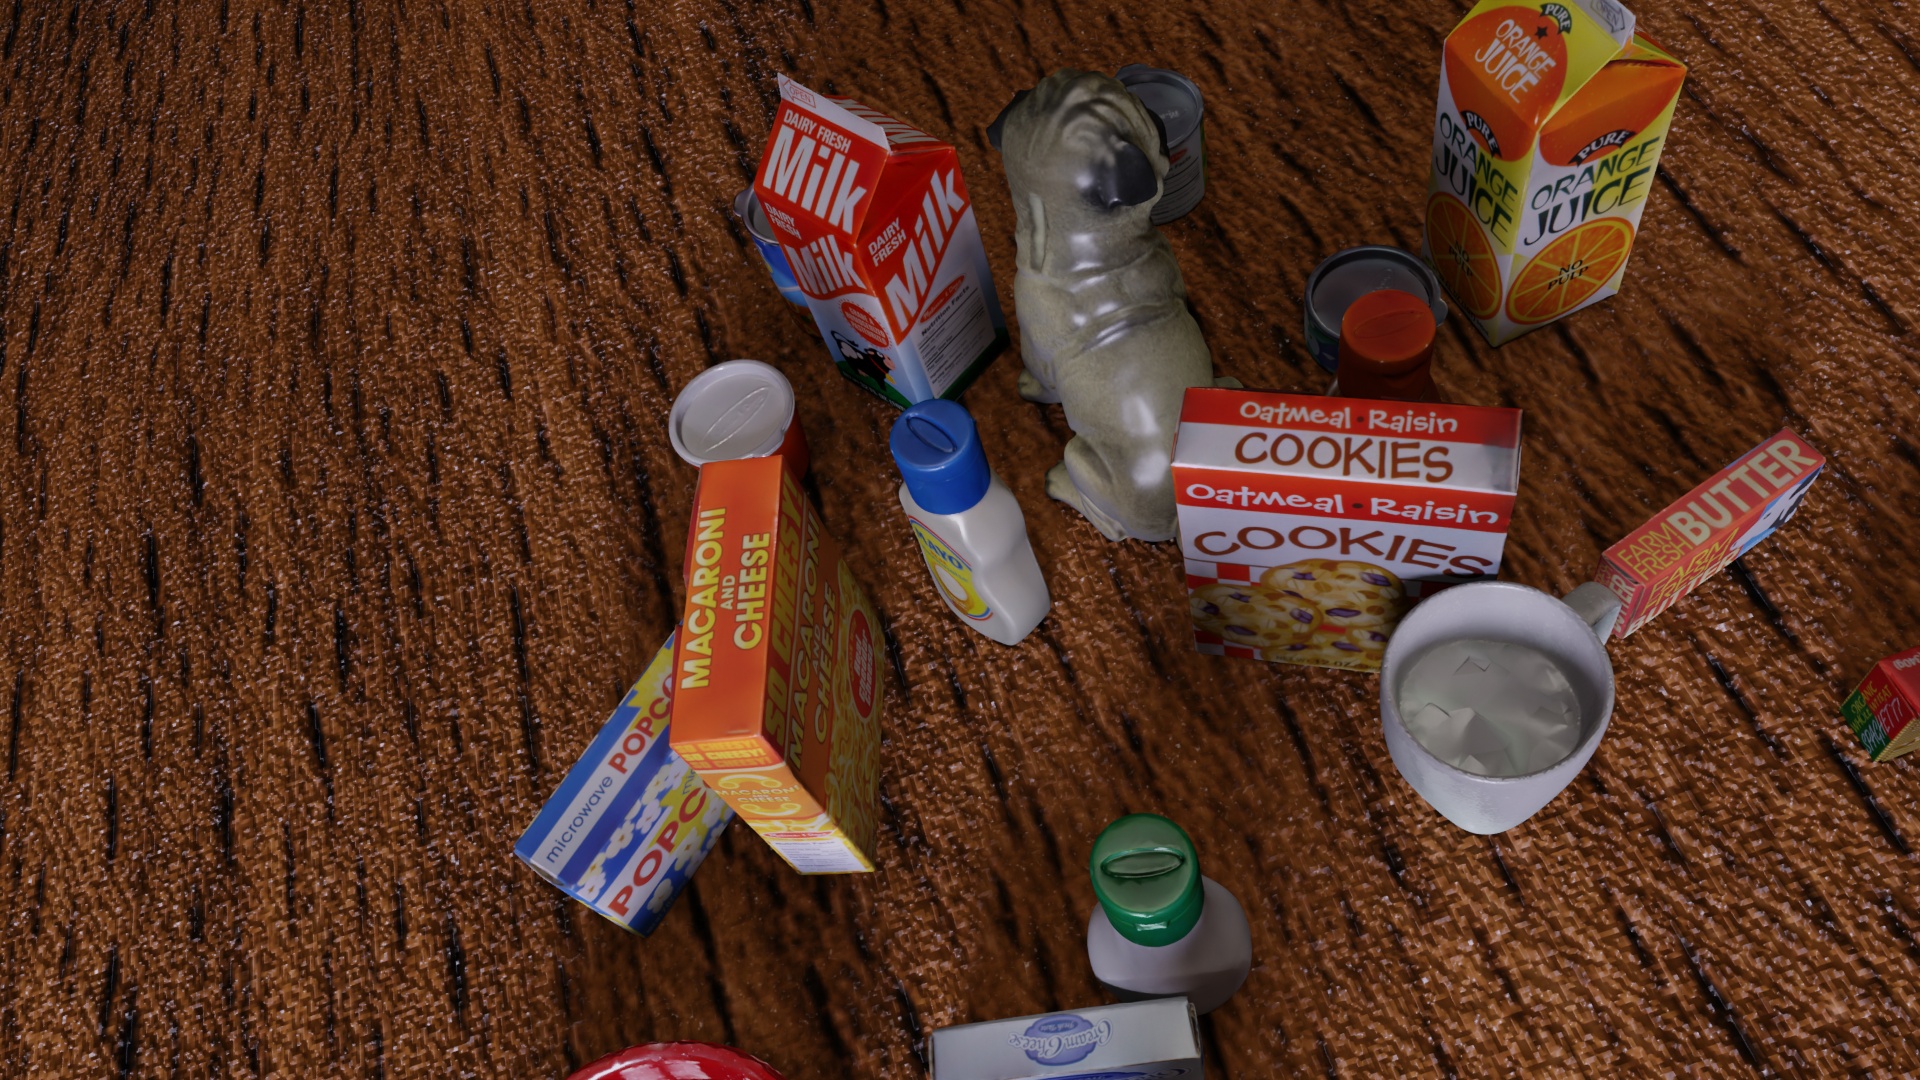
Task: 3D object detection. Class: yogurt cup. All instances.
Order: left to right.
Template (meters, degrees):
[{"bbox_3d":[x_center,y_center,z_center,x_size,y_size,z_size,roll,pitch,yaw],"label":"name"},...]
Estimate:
[{"bbox_3d":[-0.114,-0.054,0.737,0.072,0.053,0.073,-6,59,10],"label":"yogurt cup"}]

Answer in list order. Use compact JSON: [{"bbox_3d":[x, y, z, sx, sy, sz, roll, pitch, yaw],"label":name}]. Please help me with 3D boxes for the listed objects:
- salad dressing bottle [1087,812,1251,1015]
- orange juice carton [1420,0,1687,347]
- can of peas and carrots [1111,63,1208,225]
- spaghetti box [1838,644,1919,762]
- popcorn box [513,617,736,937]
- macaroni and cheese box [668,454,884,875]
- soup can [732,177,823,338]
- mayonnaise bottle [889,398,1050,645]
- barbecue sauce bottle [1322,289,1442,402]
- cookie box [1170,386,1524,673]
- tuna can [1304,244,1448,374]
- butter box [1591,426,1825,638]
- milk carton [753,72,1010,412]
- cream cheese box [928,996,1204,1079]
[{"bbox_3d":[0.076,0.143,0.521,0.064,0.147,0.044,-8,59,9],"label":"salad dressing bottle"},{"bbox_3d":[0.270,-0.184,0.642,0.073,0.192,0.072,-24,58,-1],"label":"orange juice carton"},{"bbox_3d":[0.105,-0.222,0.782,0.071,0.058,0.071,-6,59,10],"label":"can of peas and carrots"},{"bbox_3d":[0.481,0.026,0.553,0.250,0.050,0.029,-21,58,1],"label":"spaghetti box"},{"bbox_3d":[-0.133,0.108,0.628,0.038,0.085,0.127,25,69,25],"label":"popcorn box"},{"bbox_3d":[-0.073,0.060,0.594,0.040,0.165,0.124,-6,59,10],"label":"macaroni and cheese box"},{"bbox_3d":[-0.080,-0.163,0.775,0.071,0.083,0.071,-6,59,10],"label":"soup can"},{"bbox_3d":[0.002,-0.008,0.627,0.065,0.147,0.041,38,75,28],"label":"mayonnaise bottle"},{"bbox_3d":[0.183,-0.050,0.610,0.065,0.148,0.044,-17,58,3],"label":"barbecue sauce bottle"},{"bbox_3d":[0.156,0.001,0.575,0.123,0.166,0.040,5,62,16],"label":"cookie box"},{"bbox_3d":[0.212,-0.115,0.709,0.071,0.032,0.071,-6,59,10],"label":"tuna can"},{"bbox_3d":[0.323,-0.002,0.605,0.103,0.053,0.024,-33,58,-7],"label":"butter box"},{"bbox_3d":[-0.039,-0.148,0.695,0.072,0.189,0.073,34,73,27],"label":"milk carton"},{"bbox_3d":[0.044,0.203,0.549,0.104,0.053,0.024,-10,59,7],"label":"cream cheese box"}]
